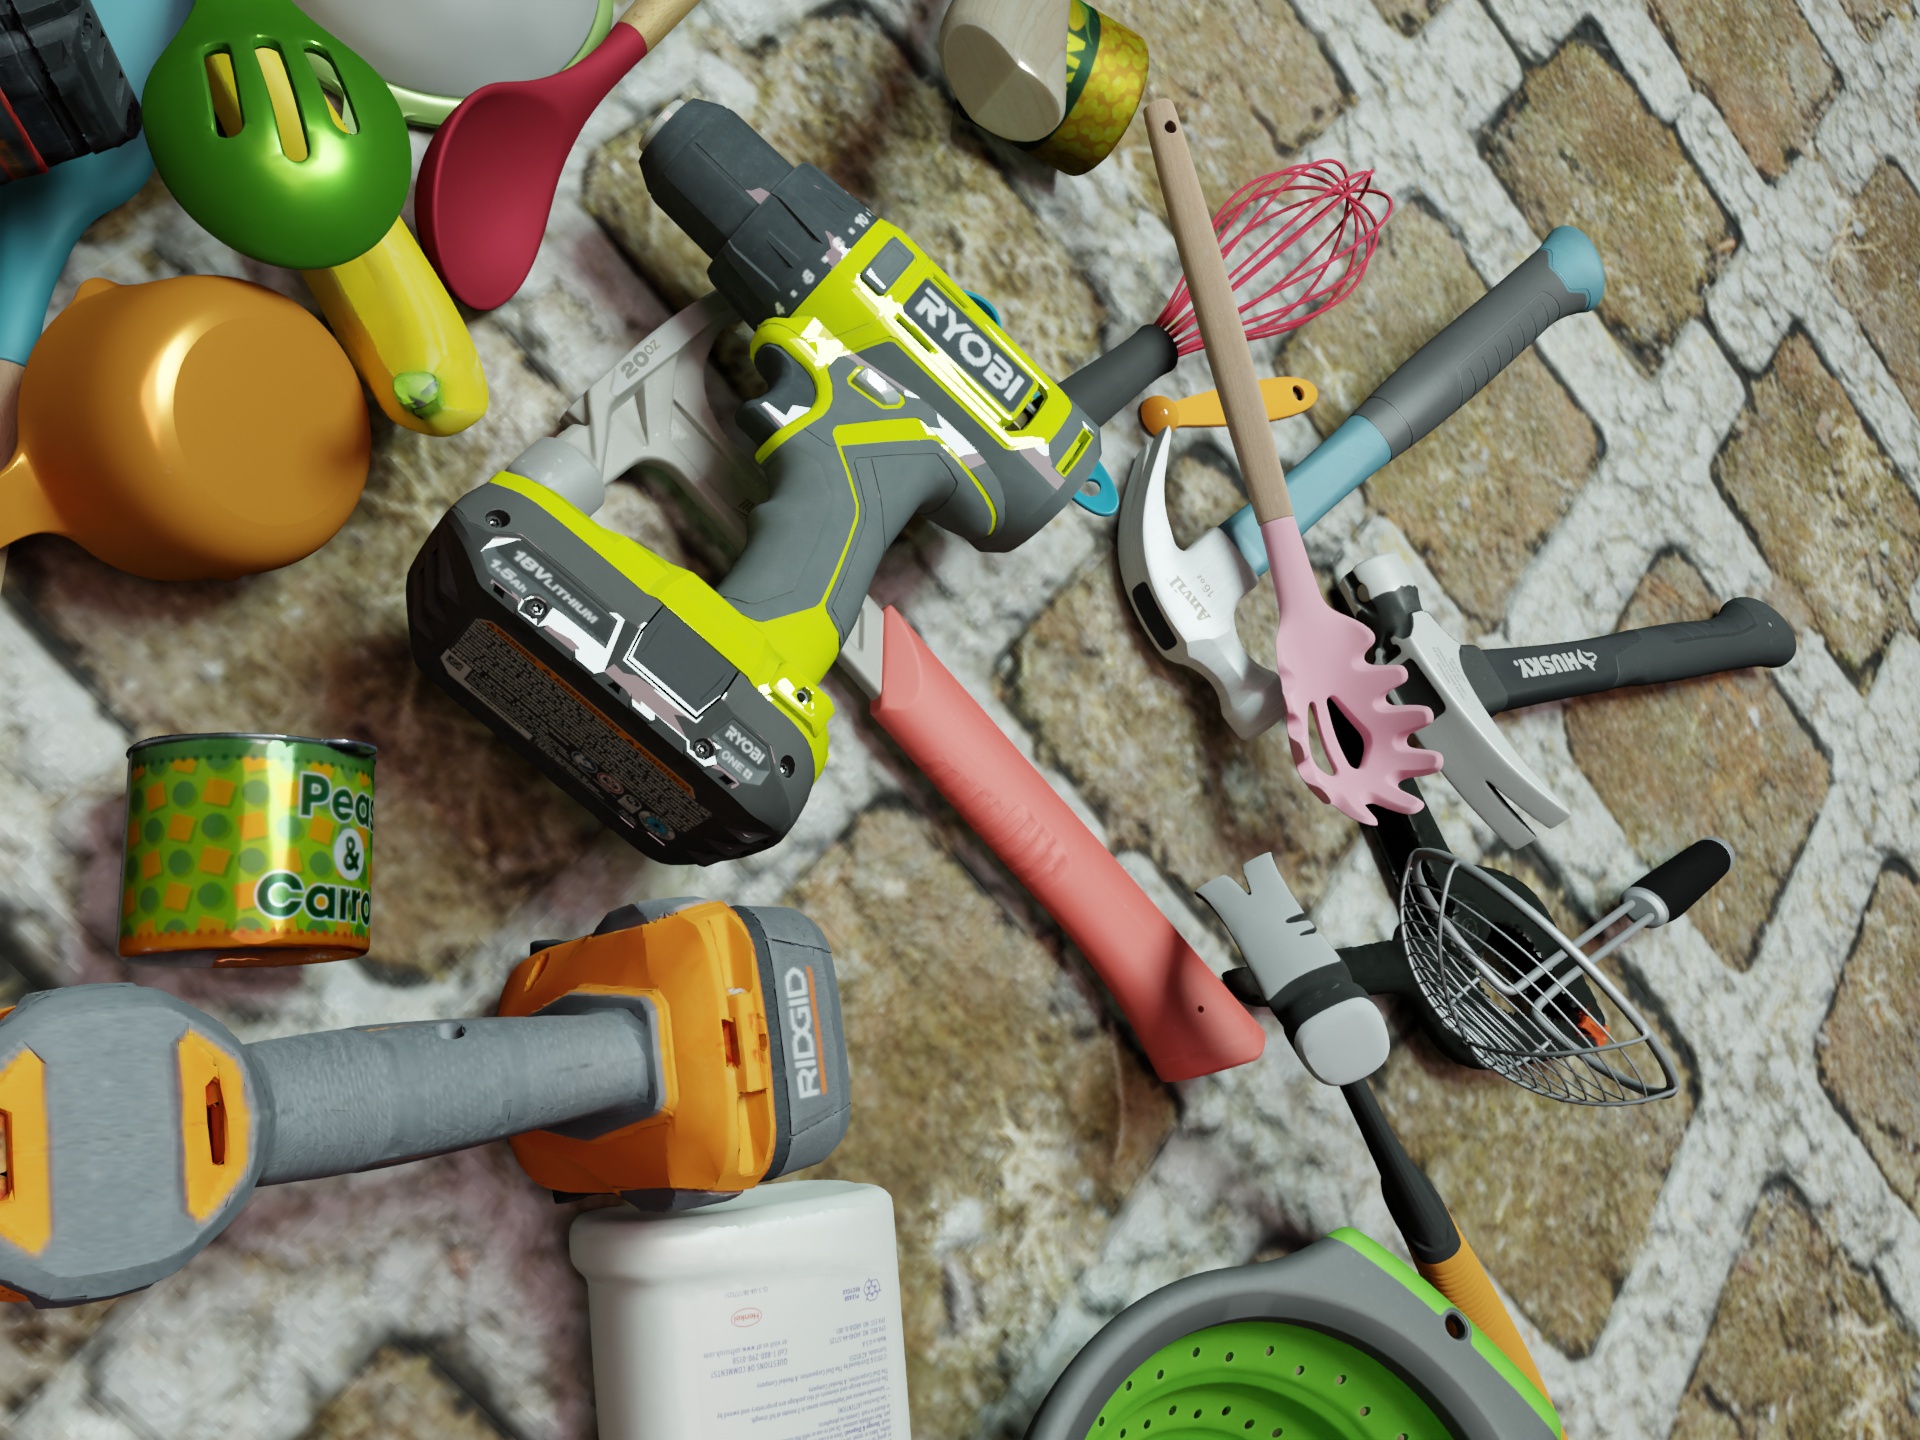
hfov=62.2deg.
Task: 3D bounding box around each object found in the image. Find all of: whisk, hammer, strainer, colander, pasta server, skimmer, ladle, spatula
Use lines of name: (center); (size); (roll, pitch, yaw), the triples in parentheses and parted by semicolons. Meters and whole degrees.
whisk: (0.099, -0.175, 0.710); (0.296, 0.073, 0.073); (-40, 100, -29)
hammer: (0.199, -0.136, 0.741); (0.331, 0.033, 0.128); (-40, 91, -24)
hammer: (0.340, -0.026, 0.821); (0.334, 0.035, 0.146); (-8, 64, -37)
hammer: (0.045, -0.385, 0.689); (0.146, 0.038, 0.411); (24, 52, -26)
strainer: (-0.146, -0.313, 0.581); (0.256, 0.069, 0.151); (-32, 95, -33)
colander: (0.047, 0.344, 0.489); (0.204, 0.094, 0.397); (42, 56, 5)
pasta server: (0.127, -0.111, 0.660); (0.060, 0.040, 0.316); (-14, 86, -15)
skimmer: (0.303, 0.079, 0.707); (0.363, 0.090, 0.127); (-13, 50, -48)
ladle: (-0.109, -0.271, 0.596); (0.031, 0.069, 0.315); (22, 63, 18)
spatula: (-0.278, -0.080, 0.450); (0.082, 0.044, 0.318); (8, 74, -26)
hammer: (0.187, 0.207, 0.631); (0.034, 0.127, 0.336); (-28, 112, 3)
hammer: (-0.001, -0.002, 0.610); (0.359, 0.037, 0.149); (48, 57, -12)

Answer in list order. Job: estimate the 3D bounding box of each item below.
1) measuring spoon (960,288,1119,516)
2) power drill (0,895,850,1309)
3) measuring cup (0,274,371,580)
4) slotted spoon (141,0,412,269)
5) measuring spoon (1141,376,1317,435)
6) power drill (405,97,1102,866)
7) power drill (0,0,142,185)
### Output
measuring spoon: (0.021, -0.123, 0.640); (0.042, 0.021, 0.129); (-33, 69, -14)
power drill: (-0.161, 0.100, 0.422); (0.226, 0.164, 0.084); (2, 76, -45)
measuring cup: (-0.235, -0.064, 0.431); (0.174, 0.052, 0.095); (-49, 131, -49)
slotted spoon: (-0.238, -0.267, 0.488); (0.070, 0.031, 0.314); (-14, 68, -27)
measuring spoon: (0.130, -0.150, 0.748); (0.117, 0.011, 0.021); (-16, 86, -35)
power drill: (-0.072, -0.086, 0.523); (0.190, 0.080, 0.229); (42, 56, -14)
power drill: (-0.353, -0.188, 0.390); (0.226, 0.080, 0.188); (-28, 91, -17)
